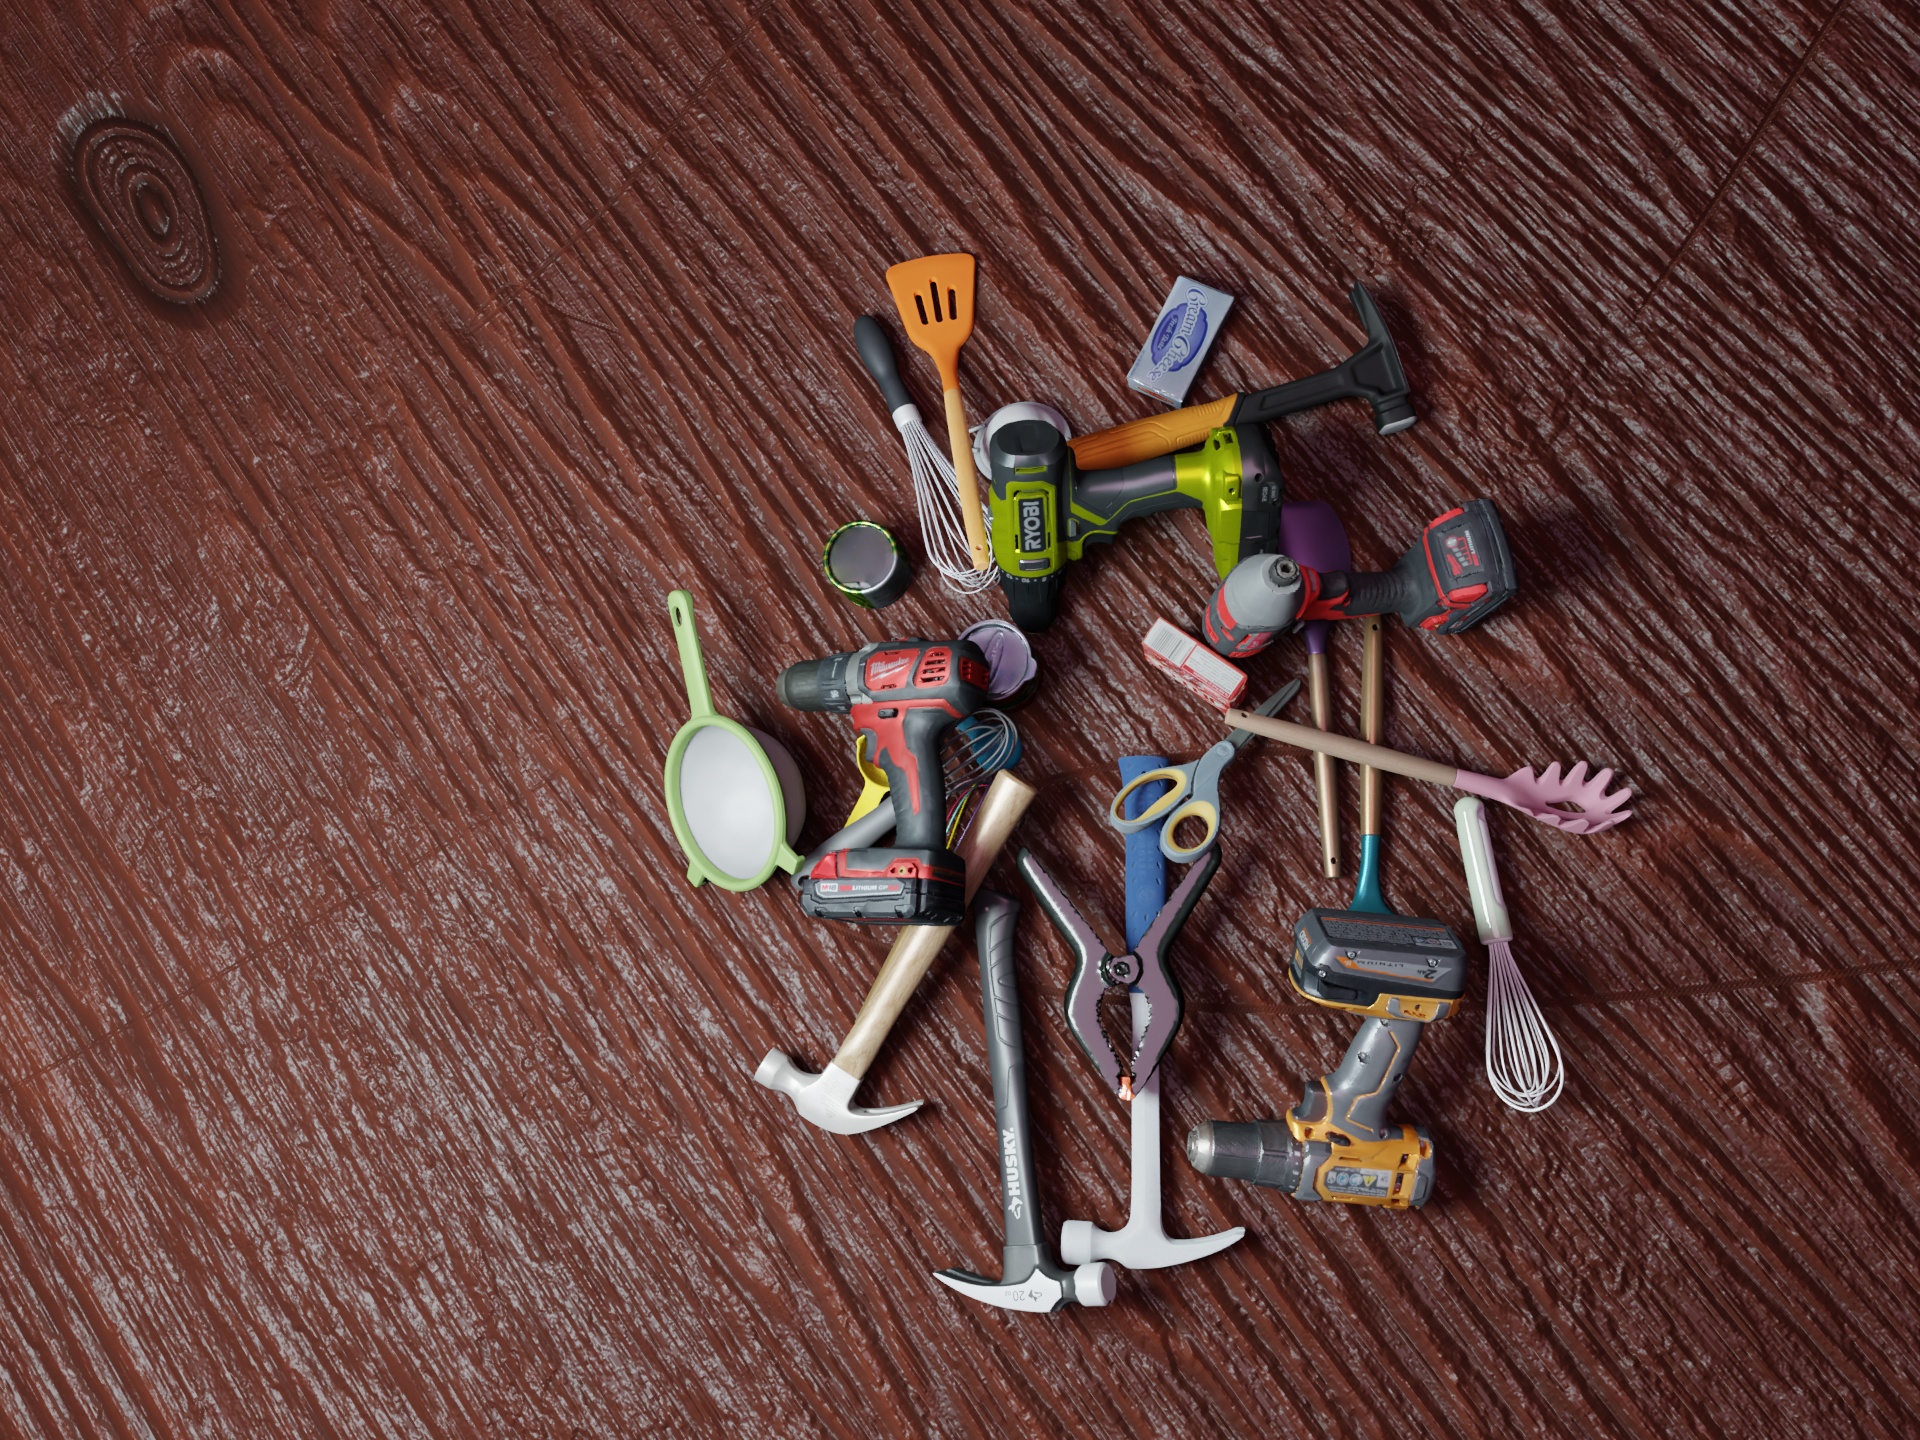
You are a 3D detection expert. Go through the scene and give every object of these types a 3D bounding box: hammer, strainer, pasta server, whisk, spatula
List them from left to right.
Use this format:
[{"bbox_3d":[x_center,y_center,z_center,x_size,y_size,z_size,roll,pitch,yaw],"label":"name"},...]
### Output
[{"bbox_3d":[-0.191,0.013,1.342,0.151,0.069,0.256,-13,90,44],"label":"strainer"},{"bbox_3d":[-0.051,0.068,1.315,0.239,0.055,0.055,-38,77,14],"label":"whisk"},{"bbox_3d":[-0.033,0.189,1.290,0.130,0.031,0.331,32,97,8],"label":"hammer"},{"bbox_3d":[-0.034,-0.235,1.378,0.070,0.070,0.285,-26,74,5],"label":"whisk"},{"bbox_3d":[-0.025,0.151,1.329,0.047,0.051,0.245,28,92,40],"label":"whisk"},{"bbox_3d":[-0.005,-0.266,1.355,0.081,0.041,0.323,-9,60,1],"label":"spatula"},{"bbox_3d":[0.036,0.299,1.282,0.146,0.035,0.335,-14,73,28],"label":"hammer"},{"bbox_3d":[0.118,-0.230,1.359,0.258,0.050,0.087,12,70,8],"label":"strainer"},{"bbox_3d":[0.155,0.231,1.283,0.144,0.035,0.405,-1,81,10],"label":"hammer"},{"bbox_3d":[0.201,-0.256,1.323,0.337,0.034,0.127,-18,84,-1],"label":"hammer"},{"bbox_3d":[0.297,-0.029,1.306,0.060,0.018,0.316,-2,80,3],"label":"spatula"},{"bbox_3d":[0.334,0.065,1.273,0.082,0.044,0.317,3,80,-1],"label":"spatula"},{"bbox_3d":[0.365,0.033,1.253,0.316,0.040,0.060,15,51,3],"label":"pasta server"},{"bbox_3d":[0.421,0.179,1.240,0.059,0.057,0.246,-19,72,38],"label":"whisk"}]

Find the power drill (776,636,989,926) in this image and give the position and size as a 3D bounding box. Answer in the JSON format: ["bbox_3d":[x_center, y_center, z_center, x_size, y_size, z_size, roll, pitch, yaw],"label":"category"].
[{"bbox_3d":[-0.072,0.046,1.266,0.188,0.080,0.227,-3,77,30],"label":"power drill"}]

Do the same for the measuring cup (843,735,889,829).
[{"bbox_3d":[-0.078,0.074,1.358,0.062,0.029,0.156,25,99,6],"label":"measuring cup"}]

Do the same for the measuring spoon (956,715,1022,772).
[{"bbox_3d":[-0.002,-0.004,1.352,0.129,0.021,0.042,40,90,12],"label":"measuring spoon"}]

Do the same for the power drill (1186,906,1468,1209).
[{"bbox_3d":[0.275,0.259,1.194,0.185,0.084,0.226,6,107,-1],"label":"power drill"}]

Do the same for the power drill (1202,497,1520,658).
[{"bbox_3d":[0.307,-0.105,1.232,0.219,0.143,0.079,-10,76,-9],"label":"power drill"}]

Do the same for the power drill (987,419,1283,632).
[{"bbox_3d":[0.137,-0.156,1.290,0.228,0.190,0.080,-4,44,1],"label":"power drill"}]
